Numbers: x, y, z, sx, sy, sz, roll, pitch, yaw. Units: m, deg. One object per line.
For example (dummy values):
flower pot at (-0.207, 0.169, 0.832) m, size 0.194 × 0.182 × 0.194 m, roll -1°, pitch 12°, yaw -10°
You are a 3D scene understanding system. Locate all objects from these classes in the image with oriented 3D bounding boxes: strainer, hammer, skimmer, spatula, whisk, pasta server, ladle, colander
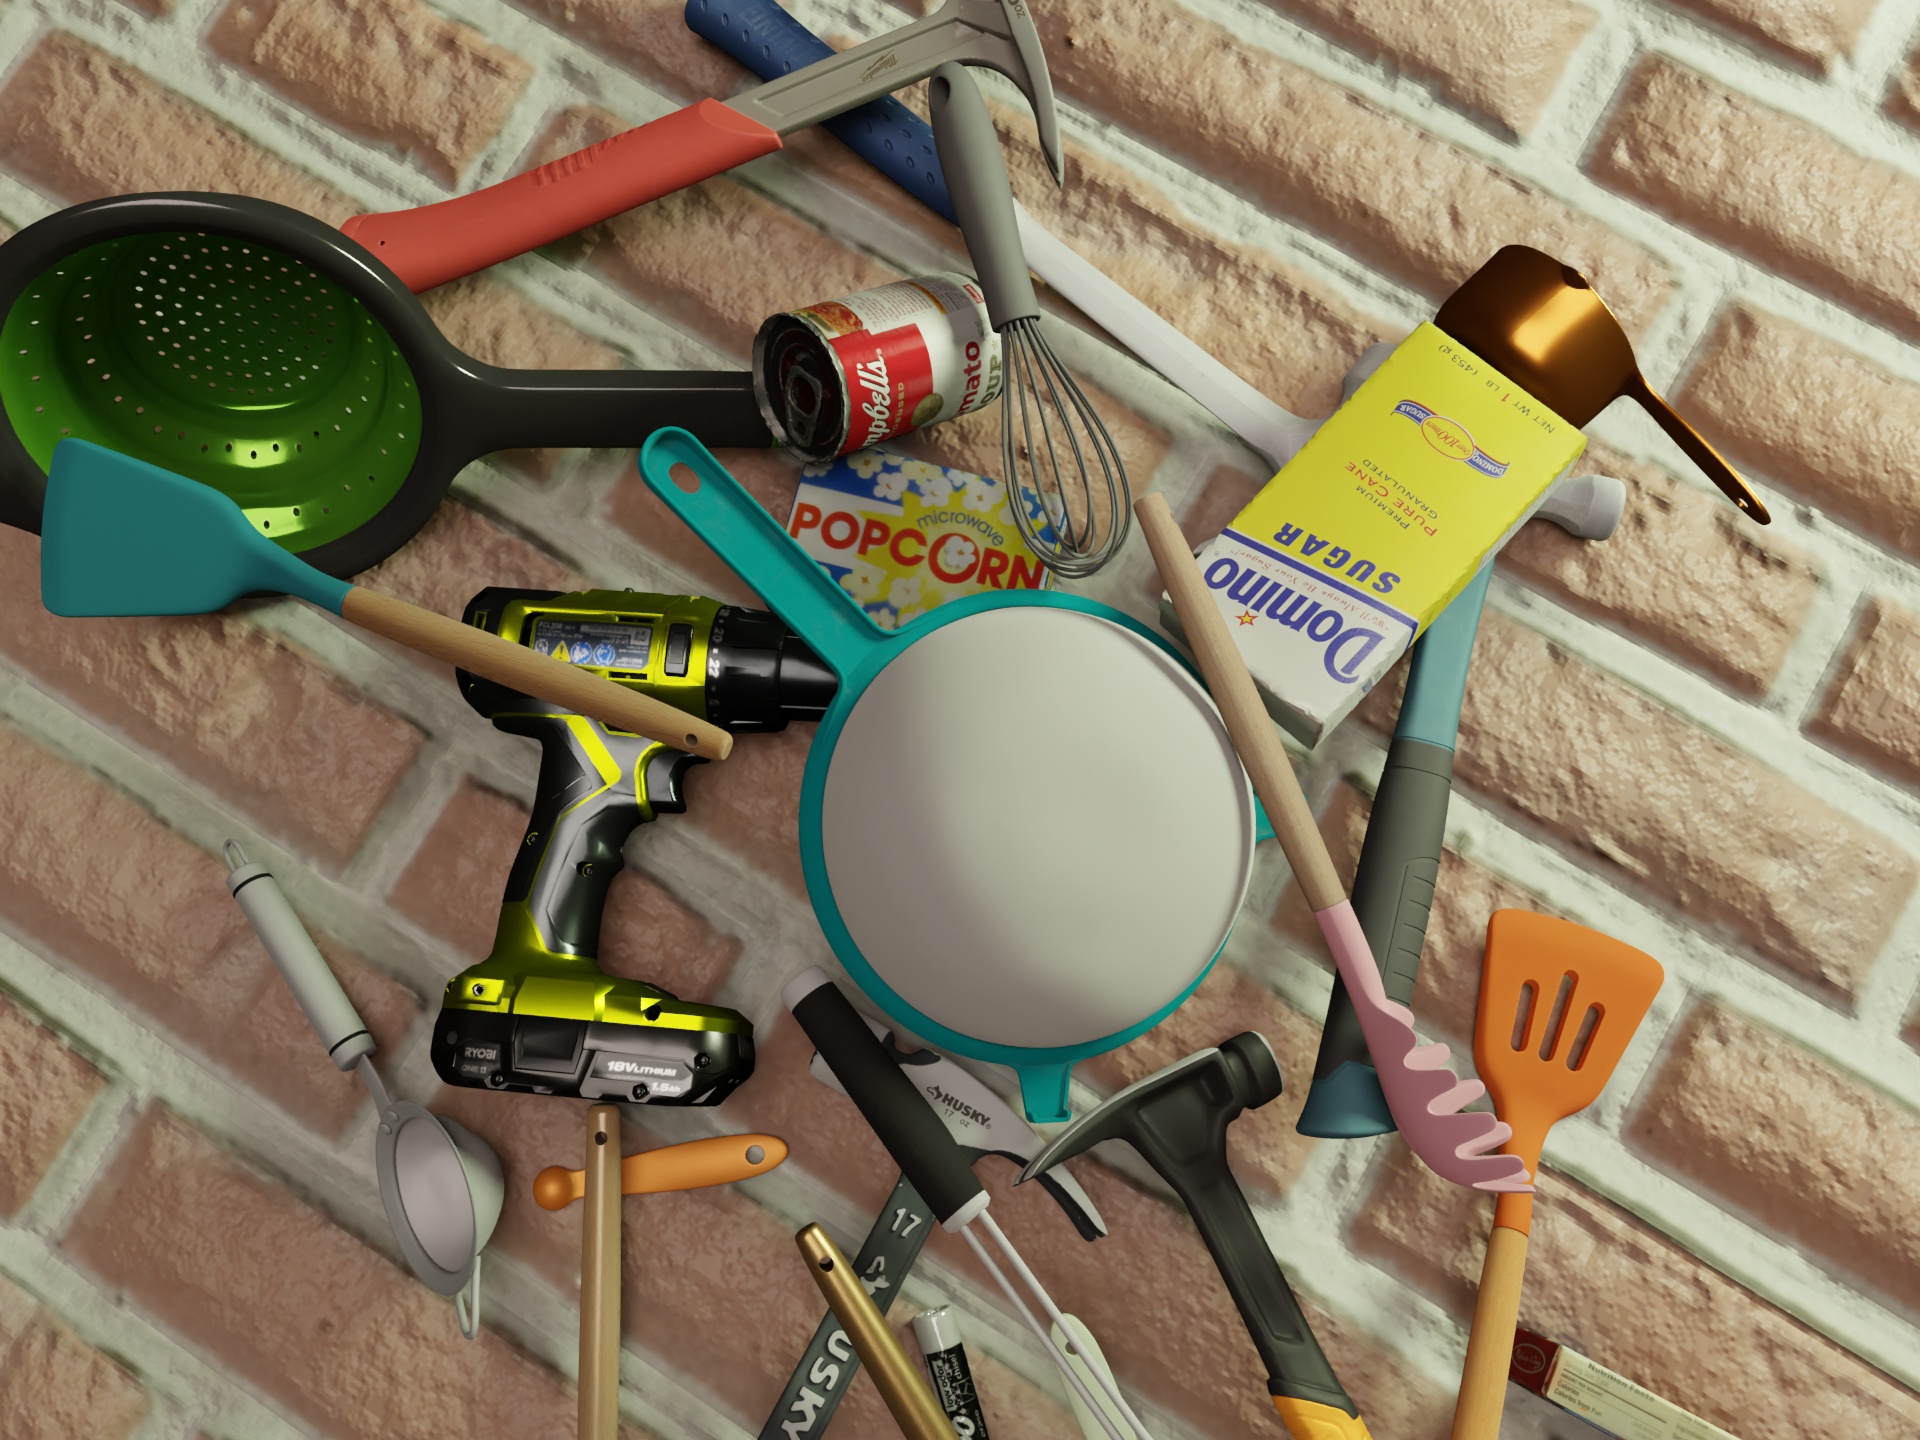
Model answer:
strainer at (-0.266, 0.154, 0.713) m, size 0.258 × 0.050 × 0.087 m, roll 52°, pitch 129°, yaw 15°
hammer at (0.148, 0.302, 0.644) m, size 0.127 × 0.034 × 0.337 m, roll -21°, pitch 74°, yaw -21°
hammer at (0.023, -0.235, 0.779) m, size 0.405 × 0.035 × 0.144 m, roll 40°, pitch 83°, yaw 8°
skimmer at (0.031, 0.241, 0.604) m, size 0.127 × 0.090 × 0.363 m, roll -42°, pitch 72°, yaw 8°
hammer at (-0.134, -0.265, 0.764) m, size 0.359 × 0.036 × 0.149 m, roll -20°, pitch 82°, yaw 6°
spatula at (-0.247, -0.038, 0.685) m, size 0.317 × 0.044 × 0.082 m, roll 20°, pitch 109°, yaw 10°
whisk at (0.026, -0.179, 0.706) m, size 0.055 × 0.055 × 0.239 m, roll -16°, pitch 89°, yaw -1°
hammer at (0.206, 0.026, 0.712) m, size 0.128 × 0.033 × 0.331 m, roll 15°, pitch 74°, yaw 6°
spatula at (0.226, 0.234, 0.657) m, size 0.081 × 0.041 × 0.323 m, roll 19°, pitch 62°, yaw 5°
pasta server at (0.147, 0.047, 0.650) m, size 0.040 × 0.060 × 0.316 m, roll -25°, pitch 83°, yaw 13°
ladle at (0.022, 0.333, 0.623) m, size 0.069 × 0.031 × 0.315 m, roll -32°, pitch 90°, yaw -11°
hammer at (-0.083, 0.322, 0.625) m, size 0.149 × 0.036 × 0.409 m, roll 29°, pitch 65°, yaw 3°
strainer at (-0.001, -0.002, 0.657) m, size 0.340 × 0.095 × 0.211 m, roll 45°, pitch 75°, yaw -9°
colander at (-0.255, -0.166, 0.745) m, size 0.397 × 0.204 × 0.095 m, roll -3°, pitch 44°, yaw -14°

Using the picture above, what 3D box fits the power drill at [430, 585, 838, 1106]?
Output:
power drill at (-0.136, 0.053, 0.711) m, size 0.190 × 0.080 × 0.229 m, roll 4°, pitch 77°, yaw 4°

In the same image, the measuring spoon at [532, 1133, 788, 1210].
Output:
measuring spoon at (-0.135, 0.202, 0.714) m, size 0.117 × 0.011 × 0.021 m, roll -9°, pitch 79°, yaw 0°

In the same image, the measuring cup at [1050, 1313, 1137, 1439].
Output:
measuring cup at (0.074, 0.327, 0.656) m, size 0.083 × 0.038 × 0.167 m, roll -23°, pitch 91°, yaw -1°

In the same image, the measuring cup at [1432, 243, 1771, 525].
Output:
measuring cup at (0.284, -0.137, 0.720) m, size 0.052 × 0.095 × 0.174 m, roll -40°, pitch 73°, yaw 3°

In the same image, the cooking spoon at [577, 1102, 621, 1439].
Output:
cooking spoon at (-0.155, 0.327, 0.681) m, size 0.069 × 0.017 × 0.319 m, roll -1°, pitch 84°, yaw 3°
